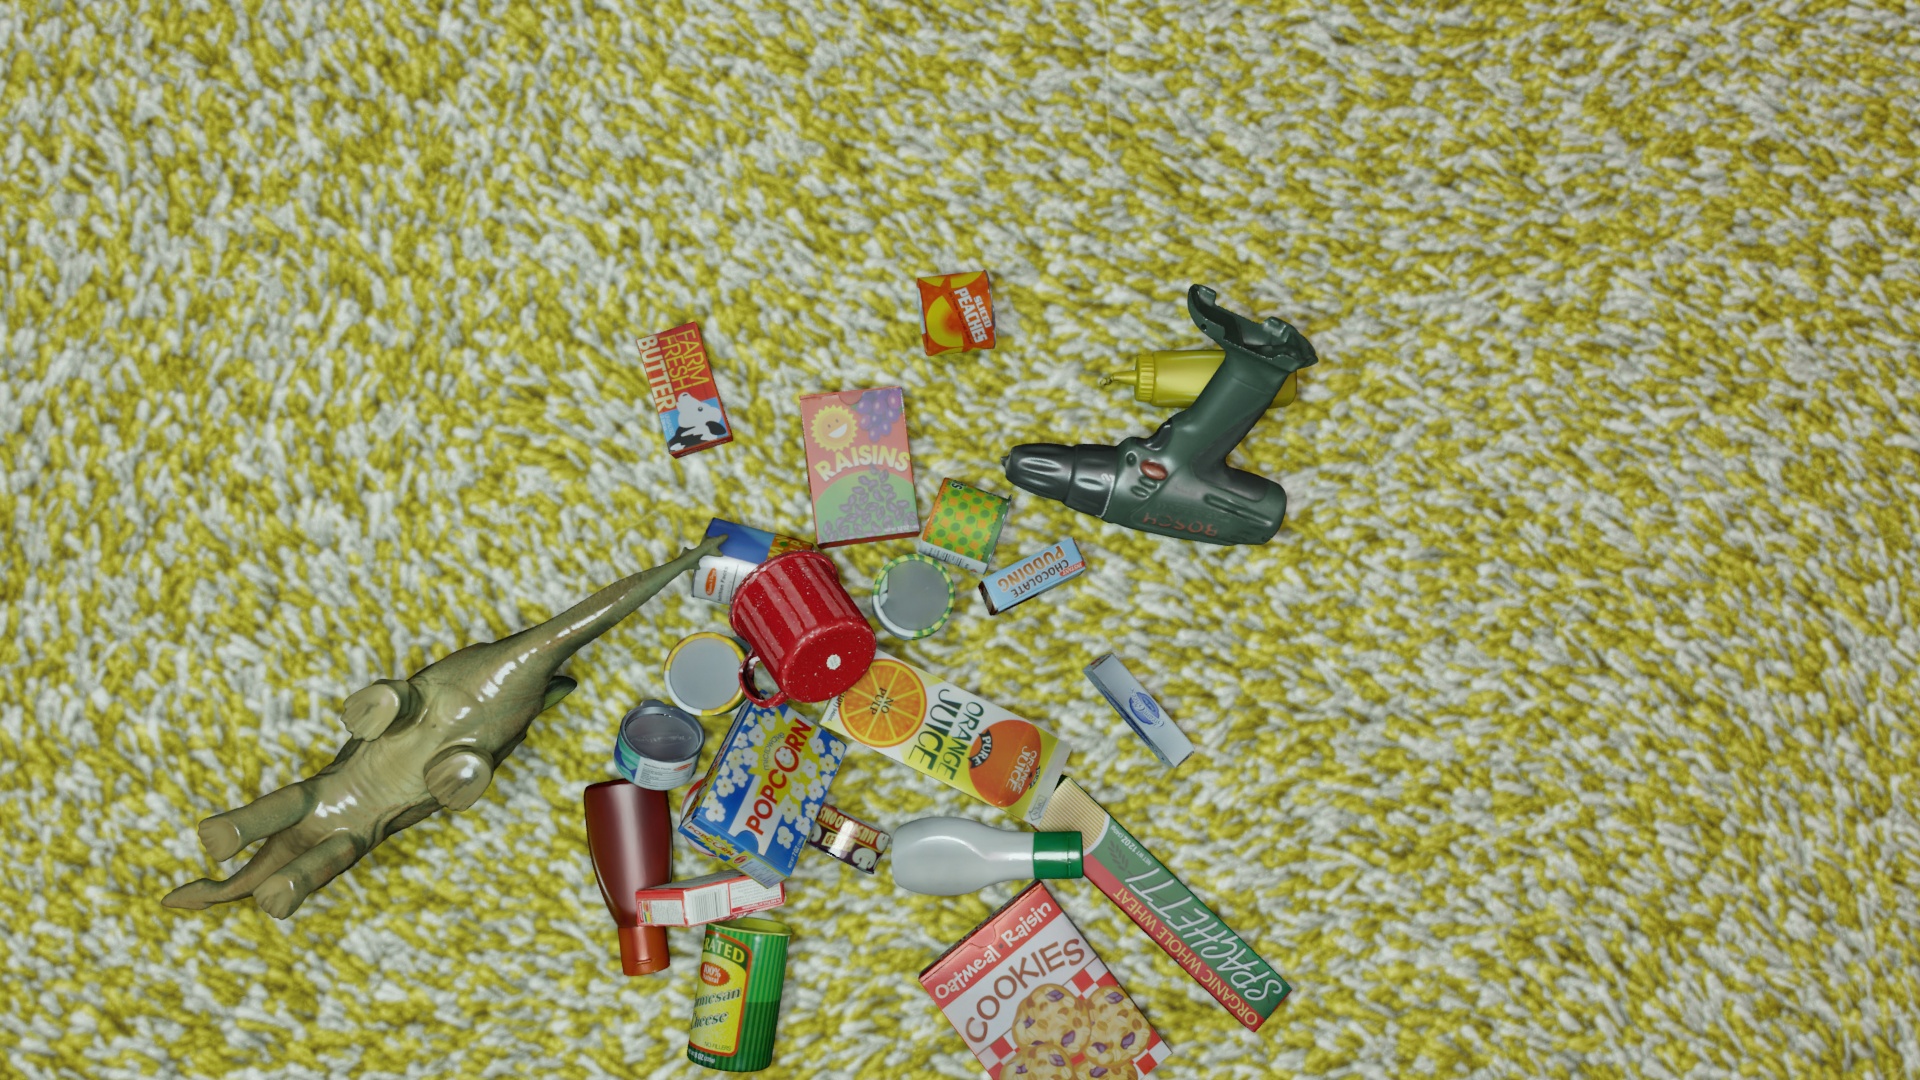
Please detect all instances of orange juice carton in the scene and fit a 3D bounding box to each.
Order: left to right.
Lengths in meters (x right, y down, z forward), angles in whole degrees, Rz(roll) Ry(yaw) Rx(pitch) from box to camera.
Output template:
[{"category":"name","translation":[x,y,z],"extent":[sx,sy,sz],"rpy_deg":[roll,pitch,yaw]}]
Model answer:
[{"category":"orange juice carton","translation":[-0.011,0.153,1.098],"extent":[0.193,0.073,0.072],"rpy_deg":[25,80,-1]}]

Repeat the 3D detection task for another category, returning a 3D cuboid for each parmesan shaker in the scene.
[{"category":"parmesan shaker","translation":[-0.168,0.346,1.063],"extent":[0.071,0.071,0.103],"rpy_deg":[8,82,-3]}]

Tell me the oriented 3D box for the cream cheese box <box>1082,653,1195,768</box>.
[{"category":"cream cheese box","translation":[0.143,0.136,1.122],"extent":[0.024,0.053,0.104],"rpy_deg":[-41,87,-5]}]

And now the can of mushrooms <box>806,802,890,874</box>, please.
[{"category":"can of mushrooms","translation":[-0.090,0.231,1.083],"extent":[0.071,0.071,0.033],"rpy_deg":[27,80,0]}]

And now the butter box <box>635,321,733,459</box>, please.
[{"category":"butter box","translation":[-0.227,-0.124,1.144],"extent":[0.053,0.024,0.103],"rpy_deg":[-17,84,-5]}]

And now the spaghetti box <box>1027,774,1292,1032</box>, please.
[{"category":"spaghetti box","translation":[0.159,0.291,1.115],"extent":[0.250,0.028,0.050],"rpy_deg":[43,83,2]}]

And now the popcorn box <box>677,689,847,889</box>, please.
[{"category":"popcorn box","translation":[-0.148,0.187,1.056],"extent":[0.085,0.038,0.127],"rpy_deg":[37,44,-15]}]

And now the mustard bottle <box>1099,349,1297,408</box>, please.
[{"category":"mustard bottle","translation":[0.196,-0.135,1.157],"extent":[0.160,0.065,0.049],"rpy_deg":[1,87,0]}]

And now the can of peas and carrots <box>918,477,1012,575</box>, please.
[{"category":"can of peas and carrots","translation":[0.004,-0.014,1.125],"extent":[0.059,0.071,0.071],"rpy_deg":[19,82,-1]}]

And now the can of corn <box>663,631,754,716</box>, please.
[{"category":"can of corn","translation":[-0.197,0.104,1.099],"extent":[0.071,0.058,0.071],"rpy_deg":[0,83,-4]}]

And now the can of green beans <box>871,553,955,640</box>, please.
[{"category":"can of green beans","translation":[-0.038,0.046,1.118],"extent":[0.071,0.057,0.071],"rpy_deg":[1,83,-4]}]

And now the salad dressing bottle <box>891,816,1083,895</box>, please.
[{"category":"salad dressing bottle","translation":[0.022,0.247,1.087],"extent":[0.148,0.044,0.064],"rpy_deg":[-2,114,7]}]

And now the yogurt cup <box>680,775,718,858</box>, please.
[{"category":"yogurt cup","translation":[-0.188,0.216,1.087],"extent":[0.072,0.054,0.072],"rpy_deg":[0,82,-3]}]

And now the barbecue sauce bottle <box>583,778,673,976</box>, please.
[{"category":"barbecue sauce bottle","translation":[-0.253,0.260,1.082],"extent":[0.065,0.043,0.148],"rpy_deg":[-8,84,-10]}]

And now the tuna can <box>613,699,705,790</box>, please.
[{"category":"tuna can","translation":[-0.236,0.159,1.085],"extent":[0.071,0.071,0.032],"rpy_deg":[20,120,-1]}]

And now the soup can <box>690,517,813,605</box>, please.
[{"category":"soup can","translation":[-0.165,0.022,1.110],"extent":[0.084,0.071,0.071],"rpy_deg":[14,82,-3]}]

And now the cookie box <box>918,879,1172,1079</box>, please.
[{"category":"cookie box","translation":[0.065,0.371,1.091],"extent":[0.123,0.040,0.167],"rpy_deg":[-37,86,-8]}]

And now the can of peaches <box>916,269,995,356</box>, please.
[{"category":"can of peaches","translation":[-0.004,-0.187,1.145],"extent":[0.058,0.071,0.071],"rpy_deg":[-7,83,-4]}]

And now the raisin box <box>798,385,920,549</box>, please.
[{"category":"raisin box","translation":[-0.083,-0.060,1.138],"extent":[0.086,0.040,0.123],"rpy_deg":[-7,82,-4]}]

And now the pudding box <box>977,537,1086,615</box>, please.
[{"category":"pudding box","translation":[0.058,0.030,1.131],"extent":[0.084,0.049,0.030],"rpy_deg":[-25,84,-7]}]
